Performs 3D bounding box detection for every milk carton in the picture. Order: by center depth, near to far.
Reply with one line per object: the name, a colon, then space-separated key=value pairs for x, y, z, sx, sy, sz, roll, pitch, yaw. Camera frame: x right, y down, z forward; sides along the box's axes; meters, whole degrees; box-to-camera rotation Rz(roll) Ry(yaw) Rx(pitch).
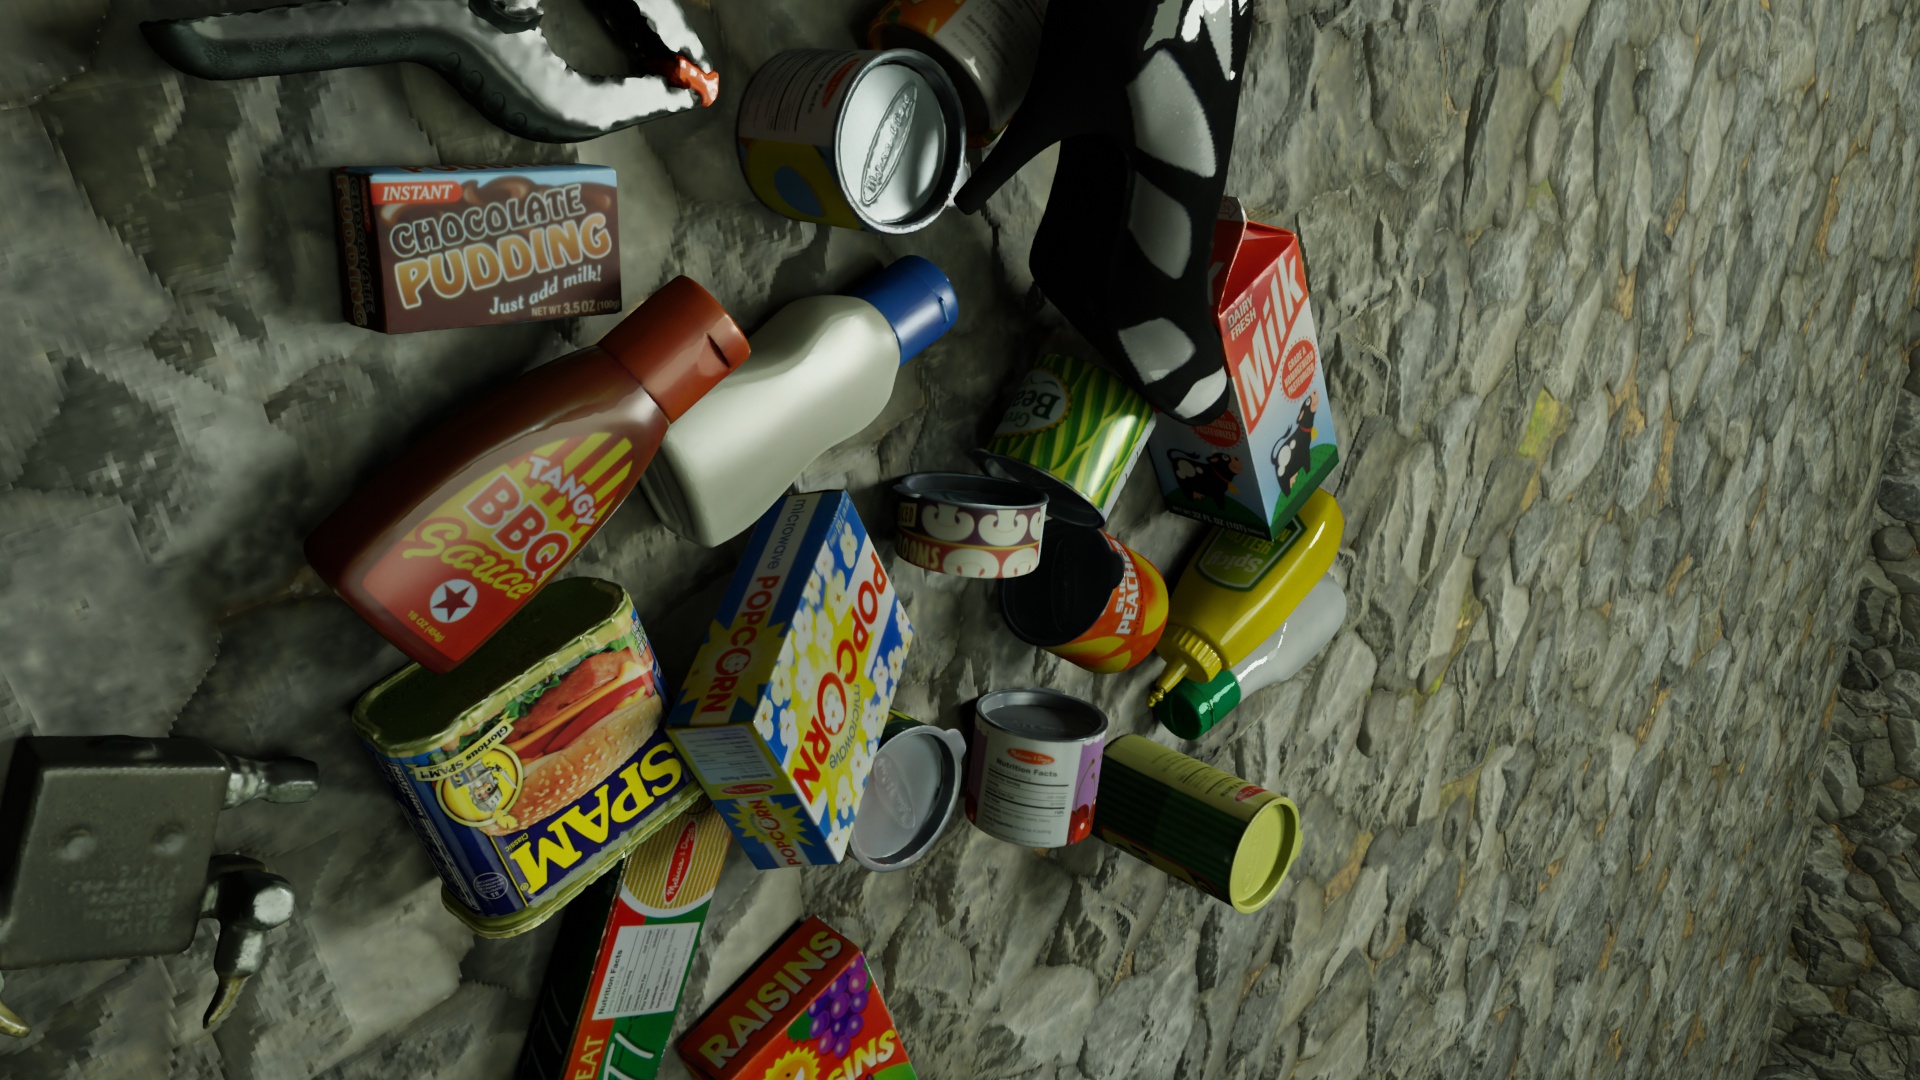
milk carton: x=0.134 y=-0.098 z=0.718 sx=0.074 sy=0.072 sz=0.189 roll=-45 pitch=132 yaw=-26

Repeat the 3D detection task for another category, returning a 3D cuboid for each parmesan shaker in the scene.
parmesan shaker: x=0.130 y=0.157 z=0.781 sx=0.071 sy=0.103 sz=0.071 roll=-19 pitch=117 yaw=-41

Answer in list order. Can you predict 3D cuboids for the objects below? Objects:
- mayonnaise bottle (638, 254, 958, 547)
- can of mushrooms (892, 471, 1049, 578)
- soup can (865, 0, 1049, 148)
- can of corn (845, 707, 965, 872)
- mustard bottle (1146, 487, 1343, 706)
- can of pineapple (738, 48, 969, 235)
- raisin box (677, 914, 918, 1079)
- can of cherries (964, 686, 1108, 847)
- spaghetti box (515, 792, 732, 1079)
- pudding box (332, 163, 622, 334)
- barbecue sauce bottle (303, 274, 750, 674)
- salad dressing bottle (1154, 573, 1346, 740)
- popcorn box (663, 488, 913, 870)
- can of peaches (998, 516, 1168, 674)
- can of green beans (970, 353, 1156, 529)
mayonnaise bottle: x=-0.062 y=-0.062 z=0.545 sx=0.149 sy=0.041 sz=0.064 roll=-41 pitch=134 yaw=-31
can of mushrooms: x=0.002 y=-0.008 z=0.615 sx=0.071 sy=0.071 sz=0.033 roll=-8 pitch=111 yaw=-45
soup can: x=0.011 y=-0.209 z=0.552 sx=0.084 sy=0.071 sz=0.071 roll=-52 pitch=135 yaw=-14
can of corn: x=-0.041 y=0.102 z=0.611 sx=0.071 sy=0.058 sz=0.071 roll=-19 pitch=117 yaw=-42
mustard bottle: x=0.156 y=0.033 z=0.796 sx=0.161 sy=0.065 sz=0.048 roll=-50 pitch=139 yaw=-17
can of pineapple: x=-0.040 y=-0.149 z=0.523 sx=0.071 sy=0.058 sz=0.070 roll=-19 pitch=118 yaw=-42
raisin box: x=-0.070 y=0.249 z=0.648 sx=0.086 sy=0.040 sz=0.122 roll=-40 pitch=131 yaw=-30
can of cherries: x=0.038 y=0.112 z=0.696 sx=0.072 sy=0.071 sz=0.058 roll=-9 pitch=110 yaw=-45
spaghetti box: x=-0.148 y=0.210 z=0.557 sx=0.050 sy=0.029 sz=0.250 roll=16 pitch=92 yaw=-49
pudding box: x=-0.152 y=-0.095 z=0.444 sx=0.084 sy=0.030 sz=0.049 roll=-15 pitch=114 yaw=-44
barbecue sauce bottle: x=-0.135 y=-0.027 z=0.456 sx=0.149 sy=0.044 sz=0.064 roll=-44 pitch=142 yaw=-13
salad dressing bottle: x=0.177 y=0.068 z=0.846 sx=0.148 sy=0.044 sz=0.064 roll=-33 pitch=128 yaw=-34
popcorn box: x=-0.062 y=0.052 z=0.546 sx=0.127 sy=0.038 sz=0.085 roll=-73 pitch=150 yaw=-46
can of peaches: x=0.064 y=0.028 z=0.689 sx=0.058 sy=0.071 sz=0.071 roll=30 pitch=82 yaw=-49
can of green beans: x=0.051 y=-0.046 z=0.651 sx=0.071 sy=0.071 sz=0.058 roll=41 pitch=73 yaw=-46
